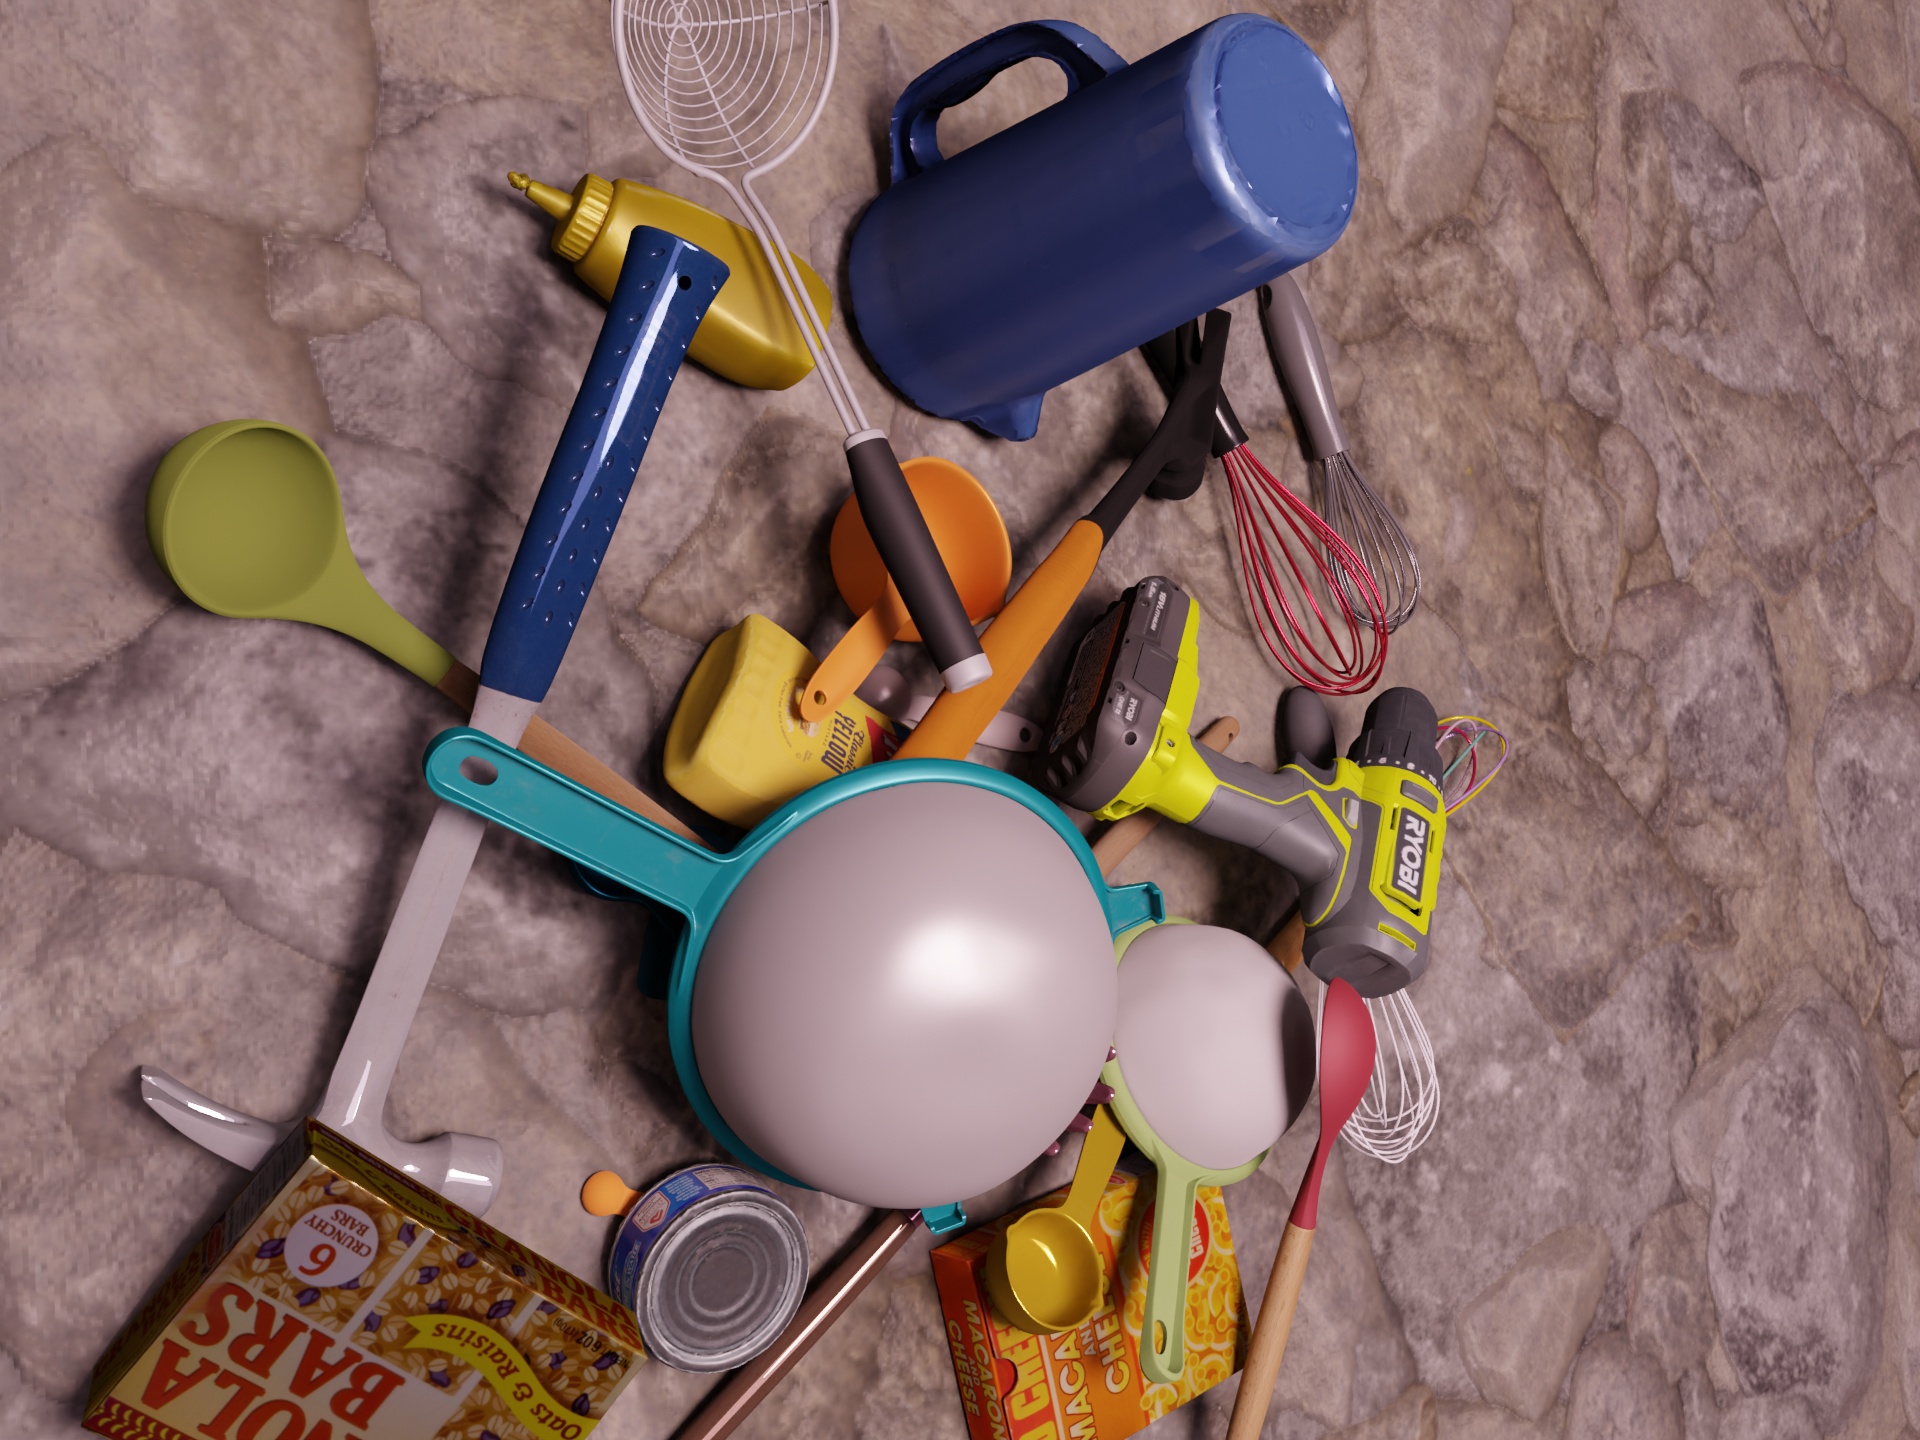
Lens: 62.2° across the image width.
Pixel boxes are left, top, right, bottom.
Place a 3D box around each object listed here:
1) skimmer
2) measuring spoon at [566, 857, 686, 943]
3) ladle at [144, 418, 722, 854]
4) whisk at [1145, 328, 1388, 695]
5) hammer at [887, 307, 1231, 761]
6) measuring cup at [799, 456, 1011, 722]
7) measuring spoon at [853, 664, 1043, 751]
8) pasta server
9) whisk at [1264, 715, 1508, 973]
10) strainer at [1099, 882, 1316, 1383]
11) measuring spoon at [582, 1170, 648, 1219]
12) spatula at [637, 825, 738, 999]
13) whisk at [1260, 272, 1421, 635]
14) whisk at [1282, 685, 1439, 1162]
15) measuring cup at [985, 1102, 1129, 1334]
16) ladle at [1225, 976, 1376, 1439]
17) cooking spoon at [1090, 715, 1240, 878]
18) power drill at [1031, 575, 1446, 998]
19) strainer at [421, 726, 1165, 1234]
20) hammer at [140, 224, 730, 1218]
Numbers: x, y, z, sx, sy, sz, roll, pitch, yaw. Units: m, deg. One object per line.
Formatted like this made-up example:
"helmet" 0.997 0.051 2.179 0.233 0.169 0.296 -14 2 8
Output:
"skimmer" -0.052 -0.191 0.704 0.127 0.090 0.363 -19 83 -43
"measuring spoon" -0.131 0.094 0.724 0.128 0.021 0.042 48 44 -13
"ladle" -0.192 -0.005 0.670 0.320 0.062 0.078 40 68 -21
"whisk" 0.170 -0.144 0.939 0.073 0.073 0.295 -35 99 -31
"hammer" 0.051 -0.075 0.796 0.337 0.034 0.127 -54 158 -34
"measuring cup" -0.043 -0.055 0.775 0.095 0.052 0.174 50 52 -20
"measuring spoon" -0.001 -0.003 0.831 0.124 0.018 0.034 14 77 -33
"pasta server" -0.042 0.257 0.755 0.316 0.040 0.060 -42 99 -25
"whisk" 0.262 0.074 0.992 0.245 0.051 0.047 -41 87 -26
"strainer" 0.134 0.208 0.822 0.151 0.069 0.257 36 46 -24
"measuring spoon" -0.121 0.234 0.729 0.116 0.011 0.021 32 68 -27
"spatula" -0.010 0.137 0.810 0.317 0.044 0.082 24 72 -35
"whisk" 0.232 -0.167 0.990 0.055 0.055 0.239 -20 92 -34
"whisk" 0.222 0.110 0.921 0.070 0.070 0.285 10 63 -33
"measuring cup" 0.056 0.239 0.805 0.062 0.029 0.157 41 43 -8
"ladle" 0.172 0.288 0.838 0.069 0.031 0.315 -6 111 -64
"cooking spoon" 0.065 0.083 0.844 0.319 0.017 0.068 -40 122 -38
"power drill" 0.167 0.020 0.866 0.228 0.080 0.191 30 53 -12
"strainer" -0.059 0.099 0.646 0.340 0.095 0.211 32 92 -29
"hammer" -0.189 -0.003 0.634 0.144 0.035 0.405 21 89 -30
